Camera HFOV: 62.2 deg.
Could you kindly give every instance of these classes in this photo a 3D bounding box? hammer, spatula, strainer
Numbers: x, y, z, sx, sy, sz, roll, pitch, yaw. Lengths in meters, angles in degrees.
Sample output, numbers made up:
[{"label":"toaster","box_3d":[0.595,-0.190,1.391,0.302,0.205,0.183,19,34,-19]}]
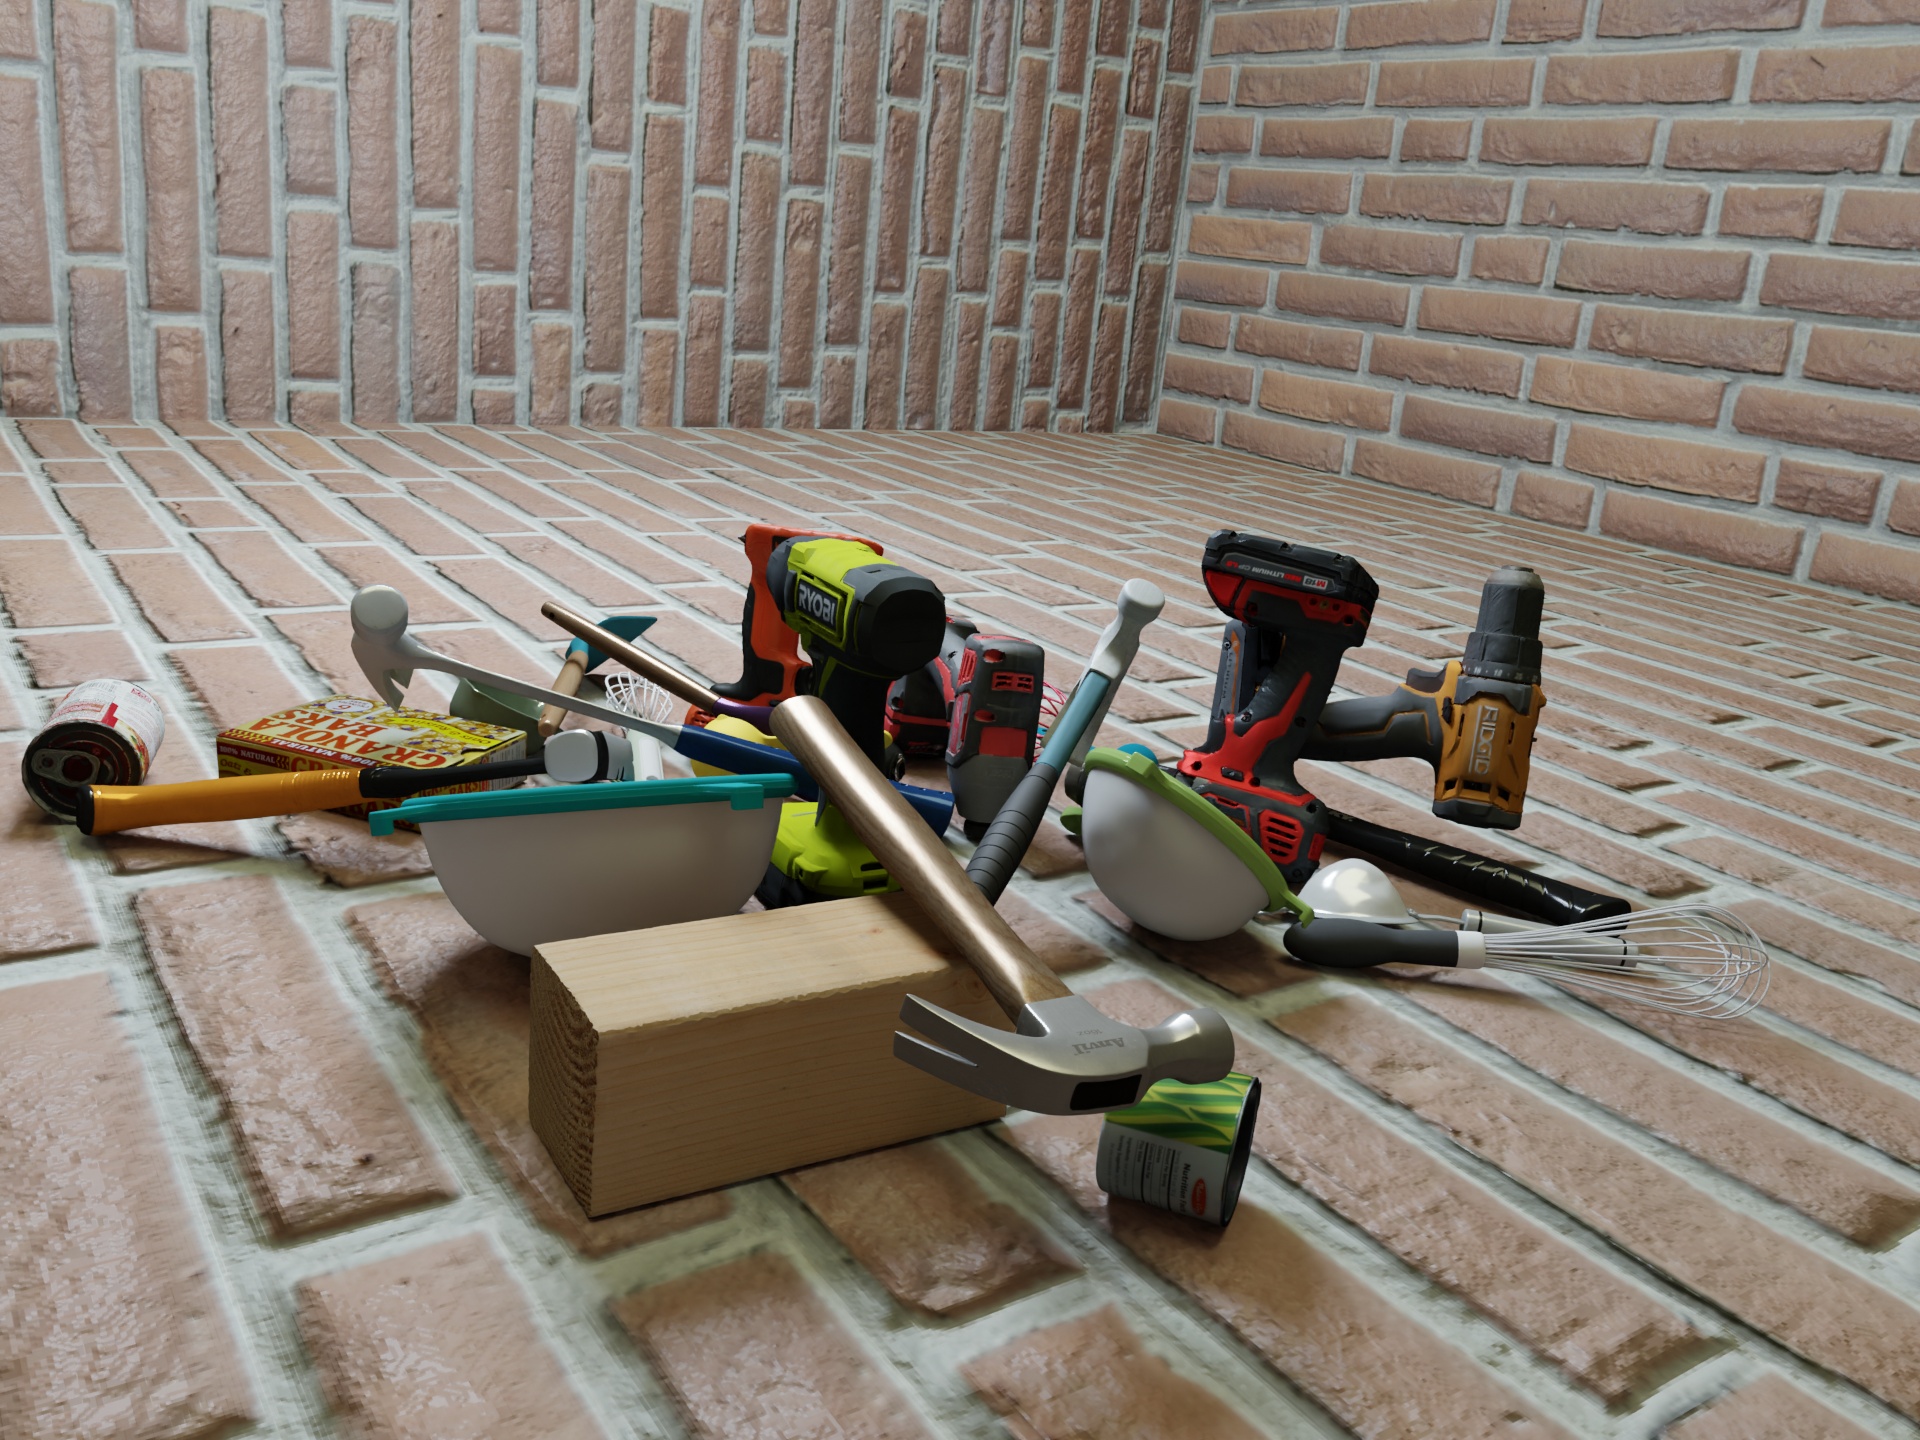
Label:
[{"label":"hammer","box_3d":[-0.018,0.072,0.755,0.130,0.031,0.332,-3,28,-30]},{"label":"hammer","box_3d":[0.046,0.044,0.981,0.033,0.128,0.331,28,43,5]},{"label":"spatula","box_3d":[-0.297,-0.034,1.260,0.082,0.044,0.318,-36,17,6]},{"label":"hammer","box_3d":[-0.201,0.009,1.067,0.405,0.035,0.144,18,-23,-12]},{"label":"strainer","box_3d":[0.318,0.126,1.016,0.258,0.050,0.087,11,3,6]},{"label":"hammer","box_3d":[0.310,0.088,1.143,0.335,0.035,0.146,19,22,37]},{"label":"strainer","box_3d":[-0.190,0.086,0.926,0.211,0.095,0.340,-4,-4,0]},{"label":"strainer","box_3d":[0.104,0.088,1.021,0.151,0.069,0.256,42,-13,-13]},{"label":"spatula","box_3d":[-0.201,-0.019,1.193,0.316,0.059,0.018,29,27,24]},{"label":"hammer","box_3d":[-0.372,0.040,0.979,0.337,0.034,0.127,-6,-5,2]}]

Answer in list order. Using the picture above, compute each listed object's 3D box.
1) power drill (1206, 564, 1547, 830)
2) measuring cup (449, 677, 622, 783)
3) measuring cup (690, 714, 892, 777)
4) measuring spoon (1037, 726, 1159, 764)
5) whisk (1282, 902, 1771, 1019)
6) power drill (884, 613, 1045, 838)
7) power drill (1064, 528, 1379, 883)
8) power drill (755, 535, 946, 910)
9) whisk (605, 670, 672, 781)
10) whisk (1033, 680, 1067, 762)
[{"label":"power drill","box_3d":[0.306,-0.029,1.152,0.226,0.185,0.084,10,4,25]},{"label":"measuring cup","box_3d":[-0.308,0.021,1.169,0.168,0.038,0.083,33,6,22]},{"label":"measuring cup","box_3d":[-0.122,0.024,1.122,0.156,0.062,0.029,-6,27,24]},{"label":"measuring spoon","box_3d":[0.111,0.018,1.326,0.129,0.021,0.042,21,23,38]},{"label":"whisk","box_3d":[0.338,0.141,0.955,0.284,0.070,0.070,2,16,6]},{"label":"power drill","box_3d":[-0.002,-0.004,1.183,0.078,0.143,0.220,4,10,-19]},{"label":"power drill","box_3d":[0.183,-0.014,1.113,0.188,0.227,0.080,15,0,24]},{"label":"power drill","box_3d":[-0.079,0.004,0.966,0.080,0.223,0.171,-4,19,-30]},{"label":"whisk","box_3d":[-0.239,0.011,1.197,0.057,0.059,0.247,30,12,-22]},{"label":"whisk","box_3d":[-0.004,-0.017,1.354,0.073,0.073,0.296,-9,16,-39]}]
